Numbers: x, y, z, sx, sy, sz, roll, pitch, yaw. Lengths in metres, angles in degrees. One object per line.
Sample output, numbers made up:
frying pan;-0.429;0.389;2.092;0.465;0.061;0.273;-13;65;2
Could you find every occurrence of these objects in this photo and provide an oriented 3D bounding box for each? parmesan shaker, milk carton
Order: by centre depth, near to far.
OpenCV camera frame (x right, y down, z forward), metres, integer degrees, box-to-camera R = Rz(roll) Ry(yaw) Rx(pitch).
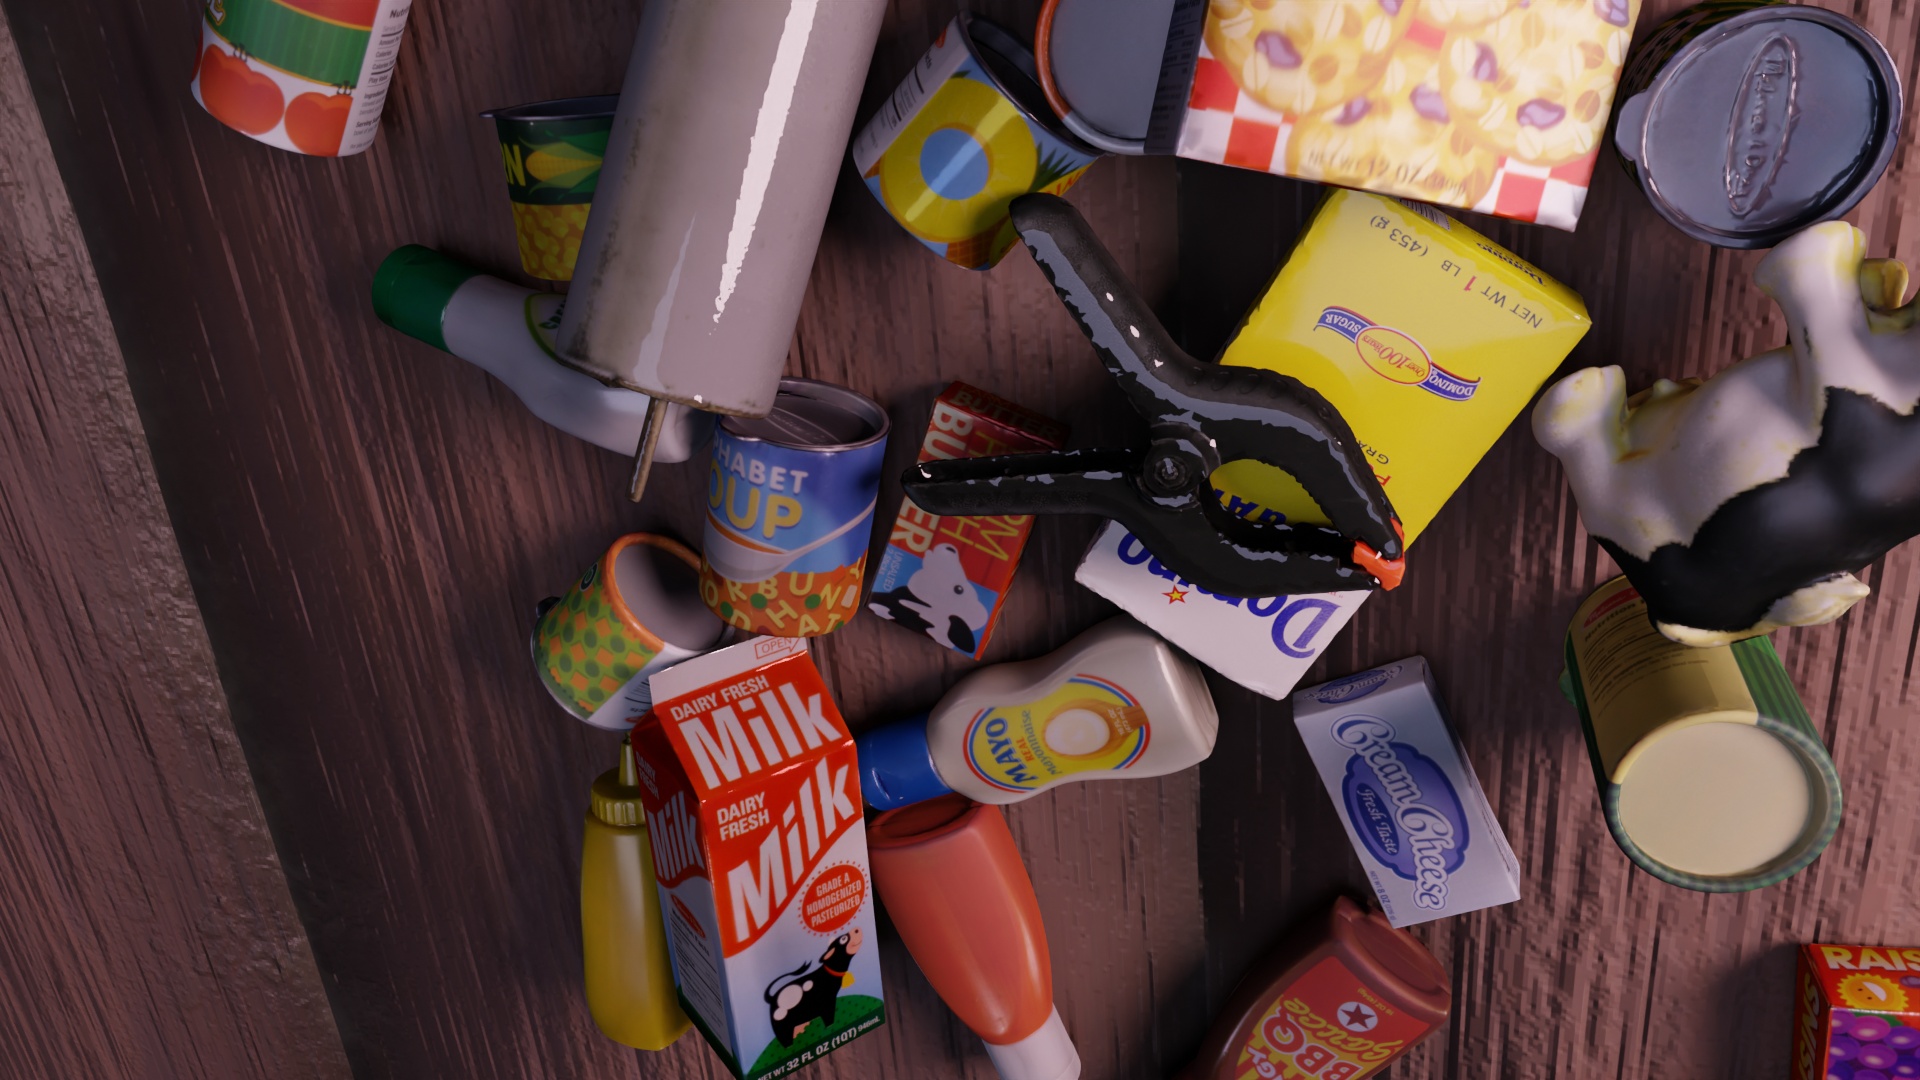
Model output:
parmesan shaker;0.239;0.061;0.461;0.071;0.103;0.071;7;115;15
milk carton;-0.088;0.130;0.596;0.073;0.072;0.189;26;128;50

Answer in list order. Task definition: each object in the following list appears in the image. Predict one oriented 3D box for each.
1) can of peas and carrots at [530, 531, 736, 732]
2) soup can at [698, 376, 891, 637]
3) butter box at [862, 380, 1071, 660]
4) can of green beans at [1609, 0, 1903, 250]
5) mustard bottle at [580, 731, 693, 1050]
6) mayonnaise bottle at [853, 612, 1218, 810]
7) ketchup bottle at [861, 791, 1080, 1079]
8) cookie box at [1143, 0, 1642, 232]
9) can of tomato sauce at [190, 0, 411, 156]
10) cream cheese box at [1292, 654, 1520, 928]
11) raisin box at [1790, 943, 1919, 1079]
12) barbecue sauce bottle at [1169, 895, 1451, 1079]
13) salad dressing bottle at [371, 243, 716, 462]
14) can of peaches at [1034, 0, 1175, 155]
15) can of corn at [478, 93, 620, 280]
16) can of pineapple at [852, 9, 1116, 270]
can of peas and carrots;-0.139;0.036;0.590;0.071;0.071;0.058;46;117;-6
soup can;-0.068;-0.013;0.543;0.071;0.072;0.083;17;117;10
butter box;0.002;-0.007;0.550;0.053;0.024;0.103;24;118;7
can of green beans;0.230;-0.124;0.408;0.071;0.058;0.071;7;115;15
mustard bottle;-0.148;0.156;0.649;0.049;0.065;0.159;5;108;18
mayonnaise bottle;0.026;0.077;0.569;0.148;0.041;0.064;-20;106;23
ketchup bottle;0.011;0.184;0.620;0.064;0.044;0.148;-16;108;24
cookie box;0.130;-0.181;0.386;0.123;0.040;0.167;8;105;-10
can of tomato sauce;-0.246;-0.197;0.519;0.071;0.071;0.082;32;119;2
cream cheese box;0.174;0.099;0.543;0.053;0.024;0.103;-22;105;23
raisin box;0.381;0.196;0.513;0.123;0.040;0.085;-2;113;17
barbecue sauce bottle;0.137;0.217;0.595;0.065;0.044;0.148;36;119;-2
salad dressing bottle;-0.165;-0.078;0.553;0.148;0.064;0.043;23;128;15
can of peaches;0.061;-0.162;0.444;0.071;0.058;0.071;7;115;15
can of corn;-0.136;-0.131;0.513;0.071;0.071;0.058;3;114;16
can of pineapple;0.007;-0.133;0.469;0.071;0.071;0.057;44;119;-5
